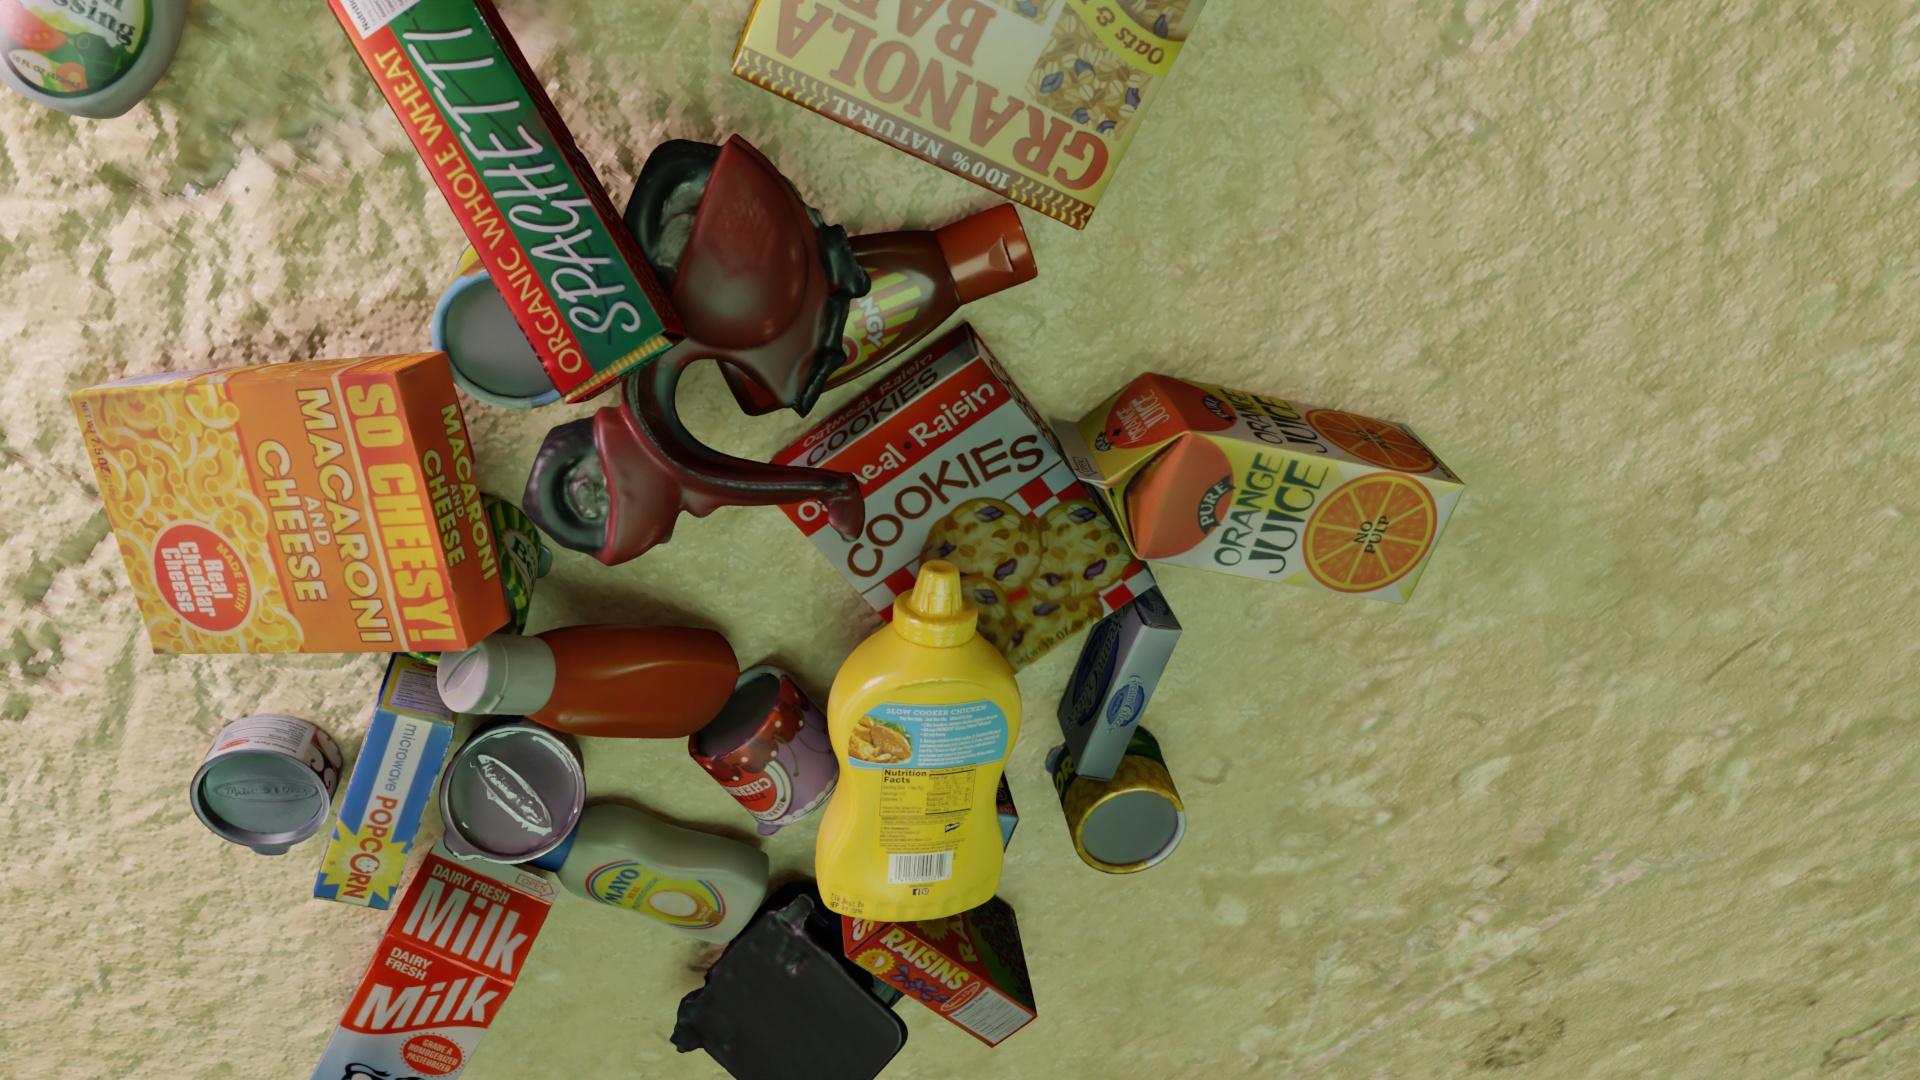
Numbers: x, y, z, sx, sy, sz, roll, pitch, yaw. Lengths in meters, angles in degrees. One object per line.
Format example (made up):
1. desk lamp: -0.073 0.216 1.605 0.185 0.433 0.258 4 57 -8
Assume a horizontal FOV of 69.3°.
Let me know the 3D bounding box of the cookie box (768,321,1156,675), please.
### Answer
1. cookie box: 0.002 -0.009 0.700 0.123 0.040 0.167 -34 121 11

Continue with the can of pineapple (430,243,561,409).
1. can of pineapple: -0.190 -0.099 0.603 0.071 0.058 0.070 -4 121 -7

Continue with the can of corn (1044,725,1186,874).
1. can of corn: 0.088 0.147 0.794 0.071 0.058 0.070 -4 121 -7

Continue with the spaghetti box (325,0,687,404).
1. spaghetti box: -0.185 -0.169 0.515 0.050 0.029 0.250 -30 92 9

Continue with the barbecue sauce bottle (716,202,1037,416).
1. barbecue sauce bottle: -0.040 -0.110 0.630 0.148 0.044 0.064 -21 113 2

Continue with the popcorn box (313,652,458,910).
1. popcorn box: -0.280 0.108 0.694 0.038 0.085 0.126 18 115 -20

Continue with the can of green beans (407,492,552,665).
1. can of green beans: -0.238 0.019 0.664 0.071 0.058 0.071 -4 121 -7

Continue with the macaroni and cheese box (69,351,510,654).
1. macaroni and cheese box: -0.287 -0.014 0.600 0.166 0.040 0.123 -2 109 17

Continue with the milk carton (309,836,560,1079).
1. milk carton: -0.290 0.242 0.770 0.072 0.074 0.189 27 114 -14

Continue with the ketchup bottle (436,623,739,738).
1. ketchup bottle: -0.177 0.067 0.669 0.064 0.043 0.149 -46 151 20

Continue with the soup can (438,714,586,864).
1. soup can: -0.224 0.123 0.695 0.071 0.083 0.071 1 88 -15

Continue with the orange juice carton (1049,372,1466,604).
1. orange juice carton: 0.140 -0.029 0.692 0.193 0.072 0.072 10 118 -15

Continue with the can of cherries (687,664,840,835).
1. can of cherries: -0.102 0.110 0.733 0.071 0.072 0.058 -32 120 10

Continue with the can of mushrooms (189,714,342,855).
1. can of mushrooms: -0.359 0.127 0.722 0.071 0.033 0.070 -5 121 -8

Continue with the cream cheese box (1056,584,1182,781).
1. cream cheese box: 0.084 0.073 0.753 0.024 0.053 0.103 11 118 -18

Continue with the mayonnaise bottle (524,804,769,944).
1. mayonnaise bottle: -0.185 0.180 0.777 0.148 0.041 0.064 24 122 -21

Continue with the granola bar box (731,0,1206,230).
1. granola bar box: 0.005 -0.219 0.577 0.165 0.039 0.123 20 114 -20

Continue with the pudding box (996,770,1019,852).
1. pudding box: -0.014 0.147 0.782 0.084 0.050 0.030 12 116 -16

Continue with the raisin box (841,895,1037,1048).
1. raisin box: -0.014 0.227 0.808 0.040 0.086 0.123 -41 118 17

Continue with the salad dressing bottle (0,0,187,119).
1. salad dressing bottle: -0.314 -0.232 0.513 0.064 0.044 0.147 24 113 -19
